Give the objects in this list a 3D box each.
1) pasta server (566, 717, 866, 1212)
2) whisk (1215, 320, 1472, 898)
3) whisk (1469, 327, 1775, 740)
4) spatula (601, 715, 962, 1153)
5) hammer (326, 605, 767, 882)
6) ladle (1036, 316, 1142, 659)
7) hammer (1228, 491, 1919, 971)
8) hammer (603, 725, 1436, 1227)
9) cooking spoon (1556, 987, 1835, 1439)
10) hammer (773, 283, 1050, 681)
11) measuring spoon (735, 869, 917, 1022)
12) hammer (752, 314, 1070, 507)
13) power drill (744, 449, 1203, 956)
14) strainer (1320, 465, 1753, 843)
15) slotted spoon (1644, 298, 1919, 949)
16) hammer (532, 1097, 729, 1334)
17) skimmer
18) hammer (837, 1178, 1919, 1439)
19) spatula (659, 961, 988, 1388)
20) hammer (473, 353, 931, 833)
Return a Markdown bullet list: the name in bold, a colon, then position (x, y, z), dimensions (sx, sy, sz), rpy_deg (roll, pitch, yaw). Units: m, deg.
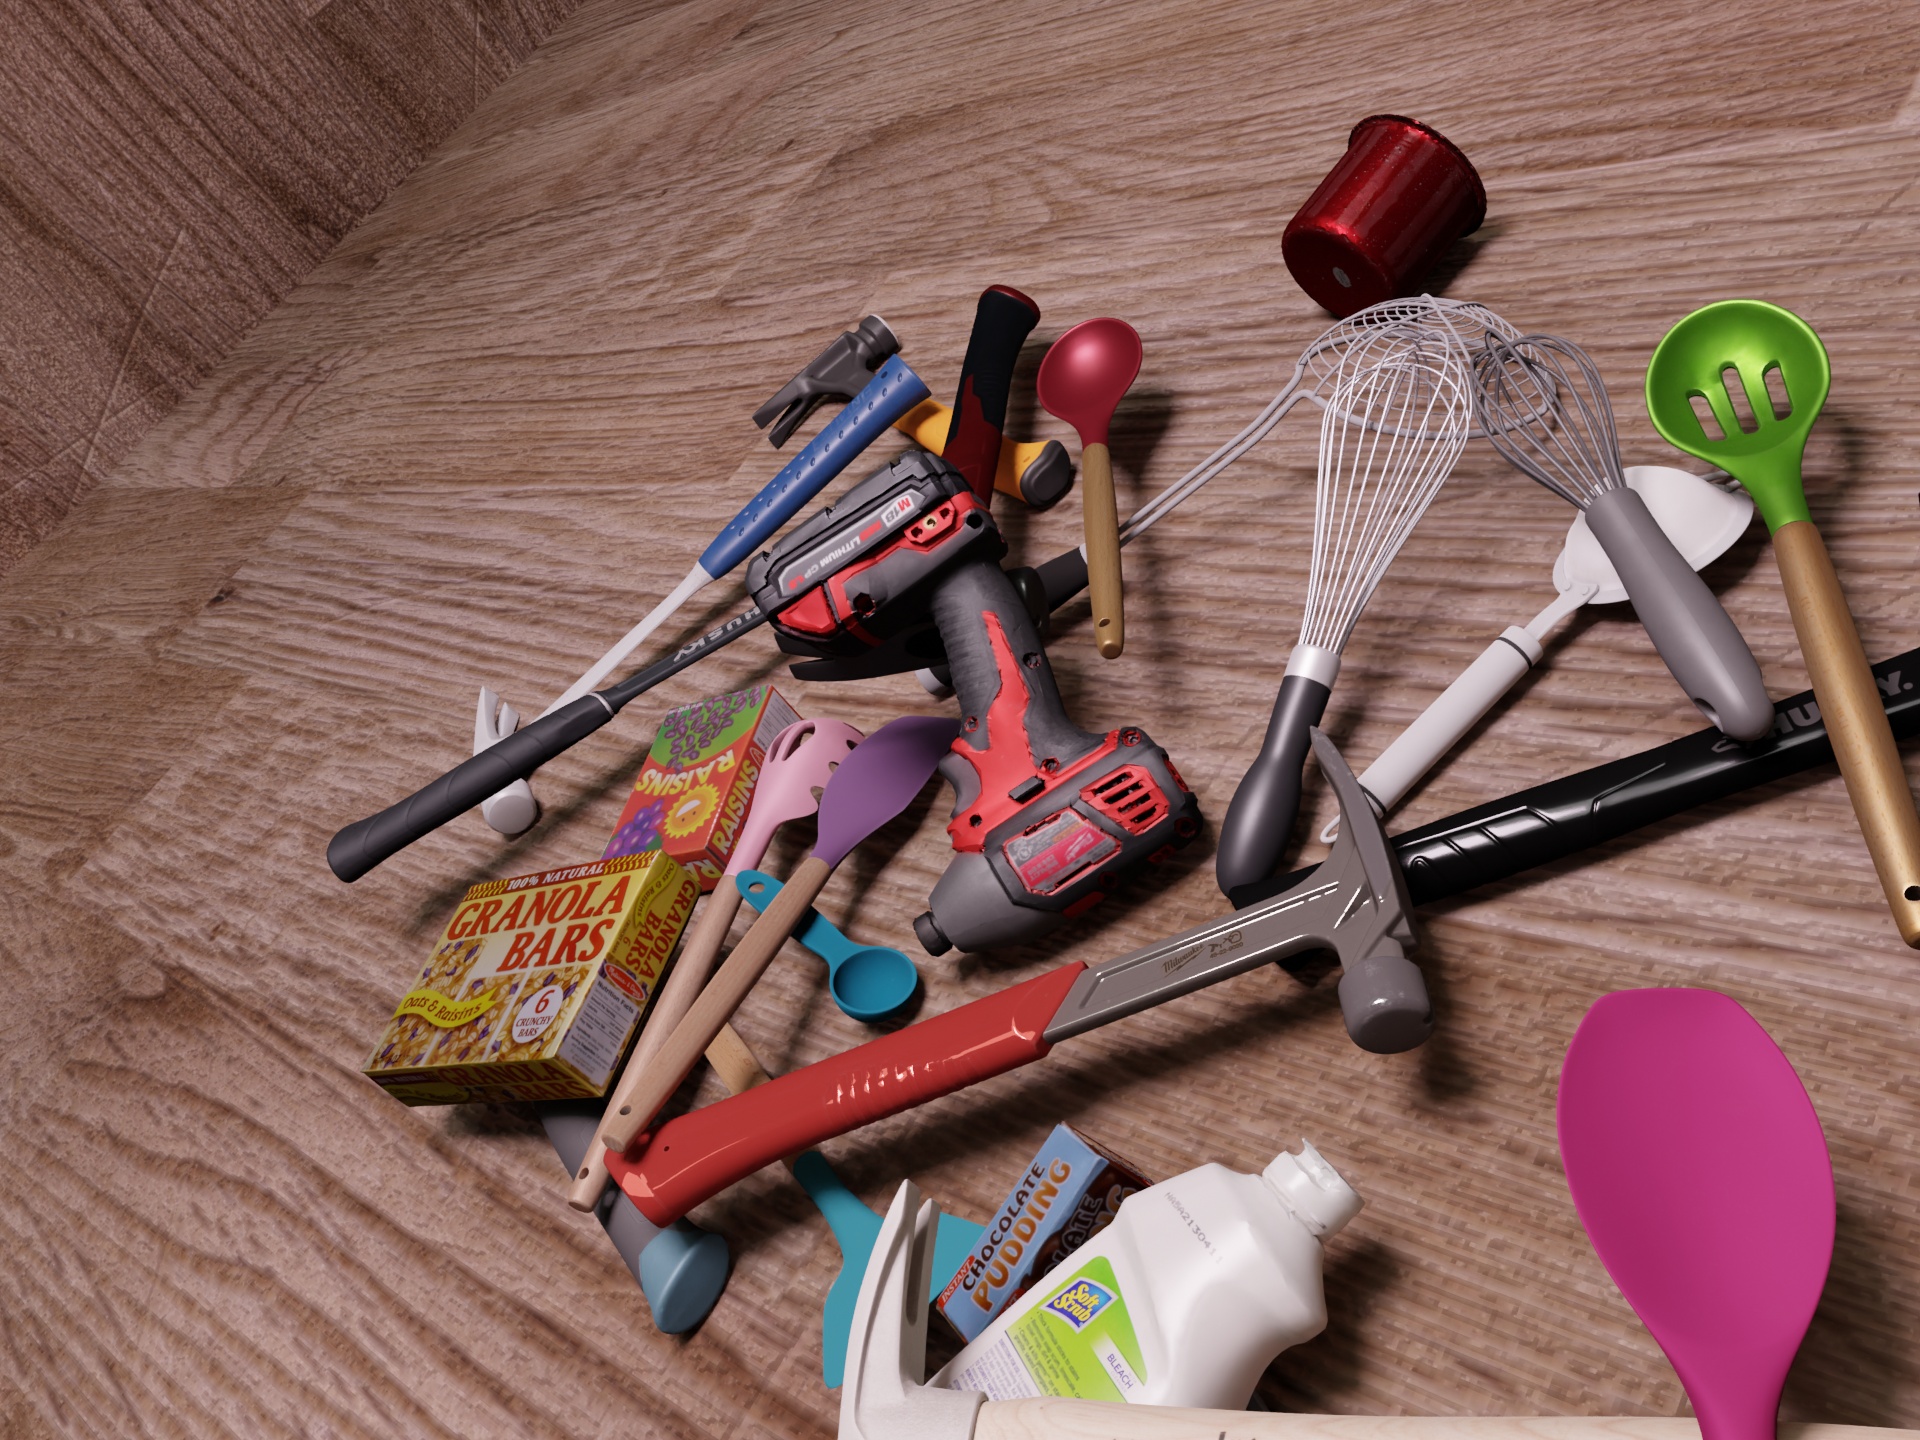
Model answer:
- **pasta server**: position (-0.123, 0.111, 0.823), dimensions (0.060, 0.040, 0.316), rpy_deg (-9, 42, 33)
- **whisk**: position (0.170, -0.052, 0.716), dimensions (0.070, 0.070, 0.285), rpy_deg (10, 75, 45)
- **whisk**: position (0.265, -0.083, 0.646), dimensions (0.055, 0.055, 0.239), rpy_deg (-26, 48, 16)
- **spatula**: position (-0.084, 0.089, 0.785), dimensions (0.060, 0.018, 0.316), rpy_deg (3, 37, 27)
- **hammer**: position (-0.205, -0.015, 0.981), dimensions (0.409, 0.036, 0.149), rpy_deg (-31, 26, -3)
- **ladle**: position (0.075, -0.132, 0.857), dimensions (0.069, 0.031, 0.316), rpy_deg (-23, 35, 20)
- **hammer**: position (0.262, 0.022, 0.615), dimensions (0.335, 0.035, 0.146), rpy_deg (-23, 40, 20)
- **hammer**: position (0.009, 0.124, 0.657), dimensions (0.359, 0.036, 0.149), rpy_deg (-24, 36, 17)
- **cooking spoon**: position (0.193, 0.213, 0.381), dimensions (0.069, 0.017, 0.319), rpy_deg (-3, 56, 13)
- **hammer**: position (-0.008, -0.159, 0.956), dimensions (0.143, 0.038, 0.387), rpy_deg (-11, 37, 16)
- **measuring spoon**: position (-0.070, 0.112, 0.788), dimensions (0.042, 0.021, 0.129), rpy_deg (-32, 45, -30)
- **hammer**: position (-0.031, -0.203, 1.099), dimensions (0.127, 0.034, 0.337), rpy_deg (-42, 37, -7)
- **power drill**: position (-0.001, -0.002, 0.747), dimensions (0.143, 0.078, 0.220), rpy_deg (-34, 78, 7)
- **strainer**: position (0.248, -0.038, 0.689), dimensions (0.258, 0.050, 0.087), rpy_deg (-44, 21, -3)
- **slotted spoon**: position (0.315, -0.051, 0.595), dimensions (0.070, 0.031, 0.314), rpy_deg (-17, 45, 26)
- **hammer**: position (-0.202, 0.197, 0.819), dimensions (0.128, 0.033, 0.331), rpy_deg (-45, 37, -11)
- **skimmer**: position (0.137, -0.104, 0.858), dimensions (0.363, 0.090, 0.127), rpy_deg (-36, 31, 20)
- **hammer**: position (0.158, 0.201, 0.438), dimensions (0.410, 0.038, 0.146), rpy_deg (-7, 57, 19)
- **spatula**: position (-0.085, 0.182, 0.728), dimensions (0.082, 0.044, 0.318), rpy_deg (-42, 35, -10)
- **hammer**: position (-0.182, -0.098, 1.082), dimensions (0.405, 0.035, 0.144), rpy_deg (-43, 36, 4)
